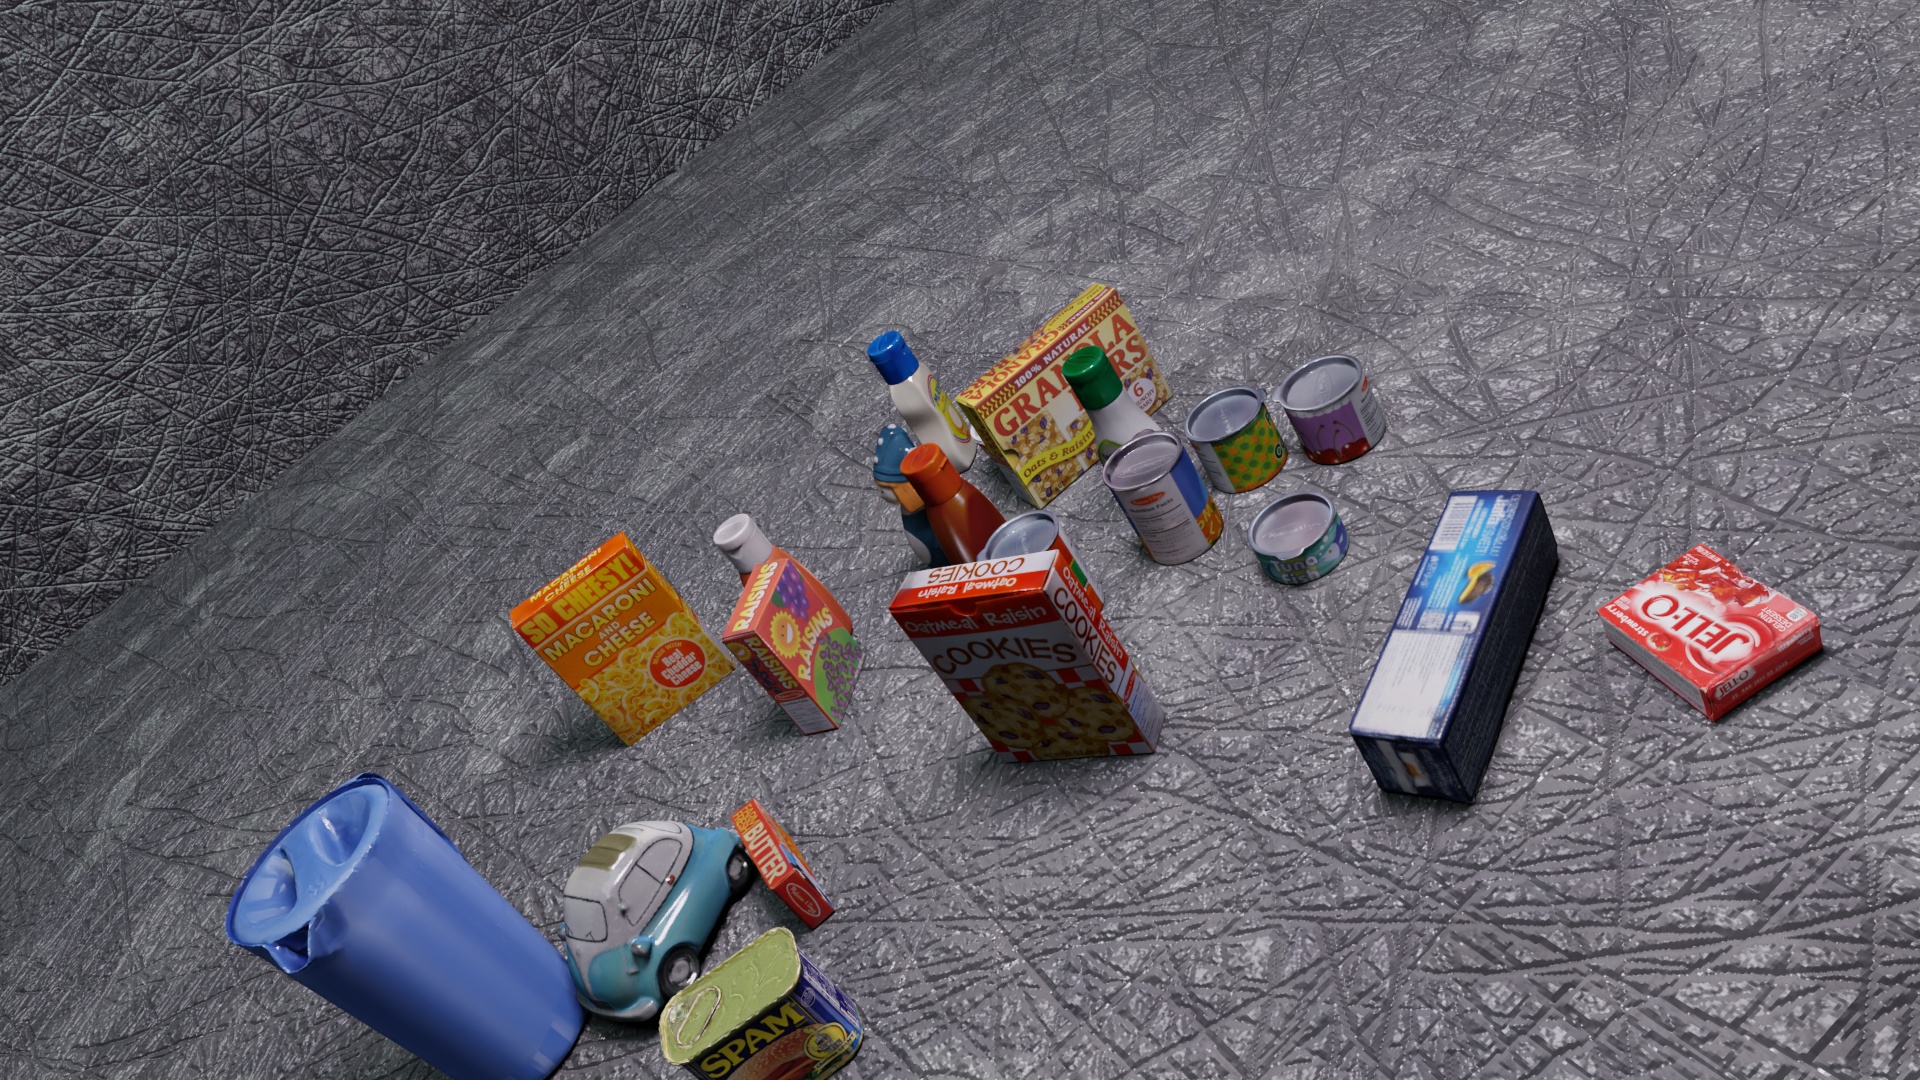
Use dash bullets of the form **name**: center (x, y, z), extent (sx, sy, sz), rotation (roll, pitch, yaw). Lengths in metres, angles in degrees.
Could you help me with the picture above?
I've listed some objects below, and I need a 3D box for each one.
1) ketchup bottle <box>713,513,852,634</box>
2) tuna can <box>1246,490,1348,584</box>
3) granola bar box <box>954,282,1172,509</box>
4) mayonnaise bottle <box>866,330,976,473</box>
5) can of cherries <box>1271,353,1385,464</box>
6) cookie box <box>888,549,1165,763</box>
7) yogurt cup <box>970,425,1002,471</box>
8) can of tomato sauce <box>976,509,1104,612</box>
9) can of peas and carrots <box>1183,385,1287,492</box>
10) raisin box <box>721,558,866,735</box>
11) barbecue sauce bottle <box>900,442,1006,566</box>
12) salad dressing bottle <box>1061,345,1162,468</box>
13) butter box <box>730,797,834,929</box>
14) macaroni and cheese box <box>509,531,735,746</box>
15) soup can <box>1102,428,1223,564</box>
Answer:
- **ketchup bottle**: center (-0.157, 0.040, 1.205), extent (0.064, 0.148, 0.044), rotation (-21, 34, 21)
- **tuna can**: center (0.244, 0.000, 1.001), extent (0.071, 0.032, 0.071), rotation (-24, 33, 17)
- **granola bar box**: center (0.094, -0.126, 1.220), extent (0.166, 0.124, 0.039), rotation (-41, 32, -10)
- **mayonnaise bottle**: center (-0.036, -0.132, 1.325), extent (0.041, 0.147, 0.065), rotation (-21, 34, 22)
- **can of cherries**: center (0.285, -0.101, 1.073), extent (0.071, 0.058, 0.072), rotation (-24, 33, 17)
- **cookie box**: center (0.047, 0.083, 0.943), extent (0.123, 0.167, 0.040), rotation (-10, 39, 34)
- **yogurt cup**: center (0.051, -0.095, 1.285), extent (0.072, 0.053, 0.073), rotation (-24, 33, 17)
- **can of tomato sauce**: center (0.064, 0.029, 1.080), extent (0.071, 0.083, 0.071), rotation (-24, 33, 17)
- **can of peas and carrots**: center (0.221, -0.082, 1.105), extent (0.071, 0.058, 0.071), rotation (-24, 33, 17)
- **raisin box**: center (-0.136, 0.088, 1.147), extent (0.040, 0.123, 0.086), rotation (-14, 37, 30)
- **barbecue sauce bottle**: center (0.004, -0.014, 1.130), extent (0.043, 0.148, 0.065), rotation (-8, 41, 37)
- **salad dressing bottle**: center (0.129, -0.090, 1.116), extent (0.064, 0.147, 0.044), rotation (4, 48, 46)
- **butter box**: center (-0.131, 0.235, 1.013), extent (0.024, 0.053, 0.104), rotation (-39, 32, -7)
- **macaroni and cheese box**: center (-0.304, 0.090, 1.257), extent (0.124, 0.166, 0.040), rotation (-37, 32, -3)
- **soup can**: center (0.158, -0.034, 1.077), extent (0.071, 0.083, 0.072), rotation (-24, 33, 17)
